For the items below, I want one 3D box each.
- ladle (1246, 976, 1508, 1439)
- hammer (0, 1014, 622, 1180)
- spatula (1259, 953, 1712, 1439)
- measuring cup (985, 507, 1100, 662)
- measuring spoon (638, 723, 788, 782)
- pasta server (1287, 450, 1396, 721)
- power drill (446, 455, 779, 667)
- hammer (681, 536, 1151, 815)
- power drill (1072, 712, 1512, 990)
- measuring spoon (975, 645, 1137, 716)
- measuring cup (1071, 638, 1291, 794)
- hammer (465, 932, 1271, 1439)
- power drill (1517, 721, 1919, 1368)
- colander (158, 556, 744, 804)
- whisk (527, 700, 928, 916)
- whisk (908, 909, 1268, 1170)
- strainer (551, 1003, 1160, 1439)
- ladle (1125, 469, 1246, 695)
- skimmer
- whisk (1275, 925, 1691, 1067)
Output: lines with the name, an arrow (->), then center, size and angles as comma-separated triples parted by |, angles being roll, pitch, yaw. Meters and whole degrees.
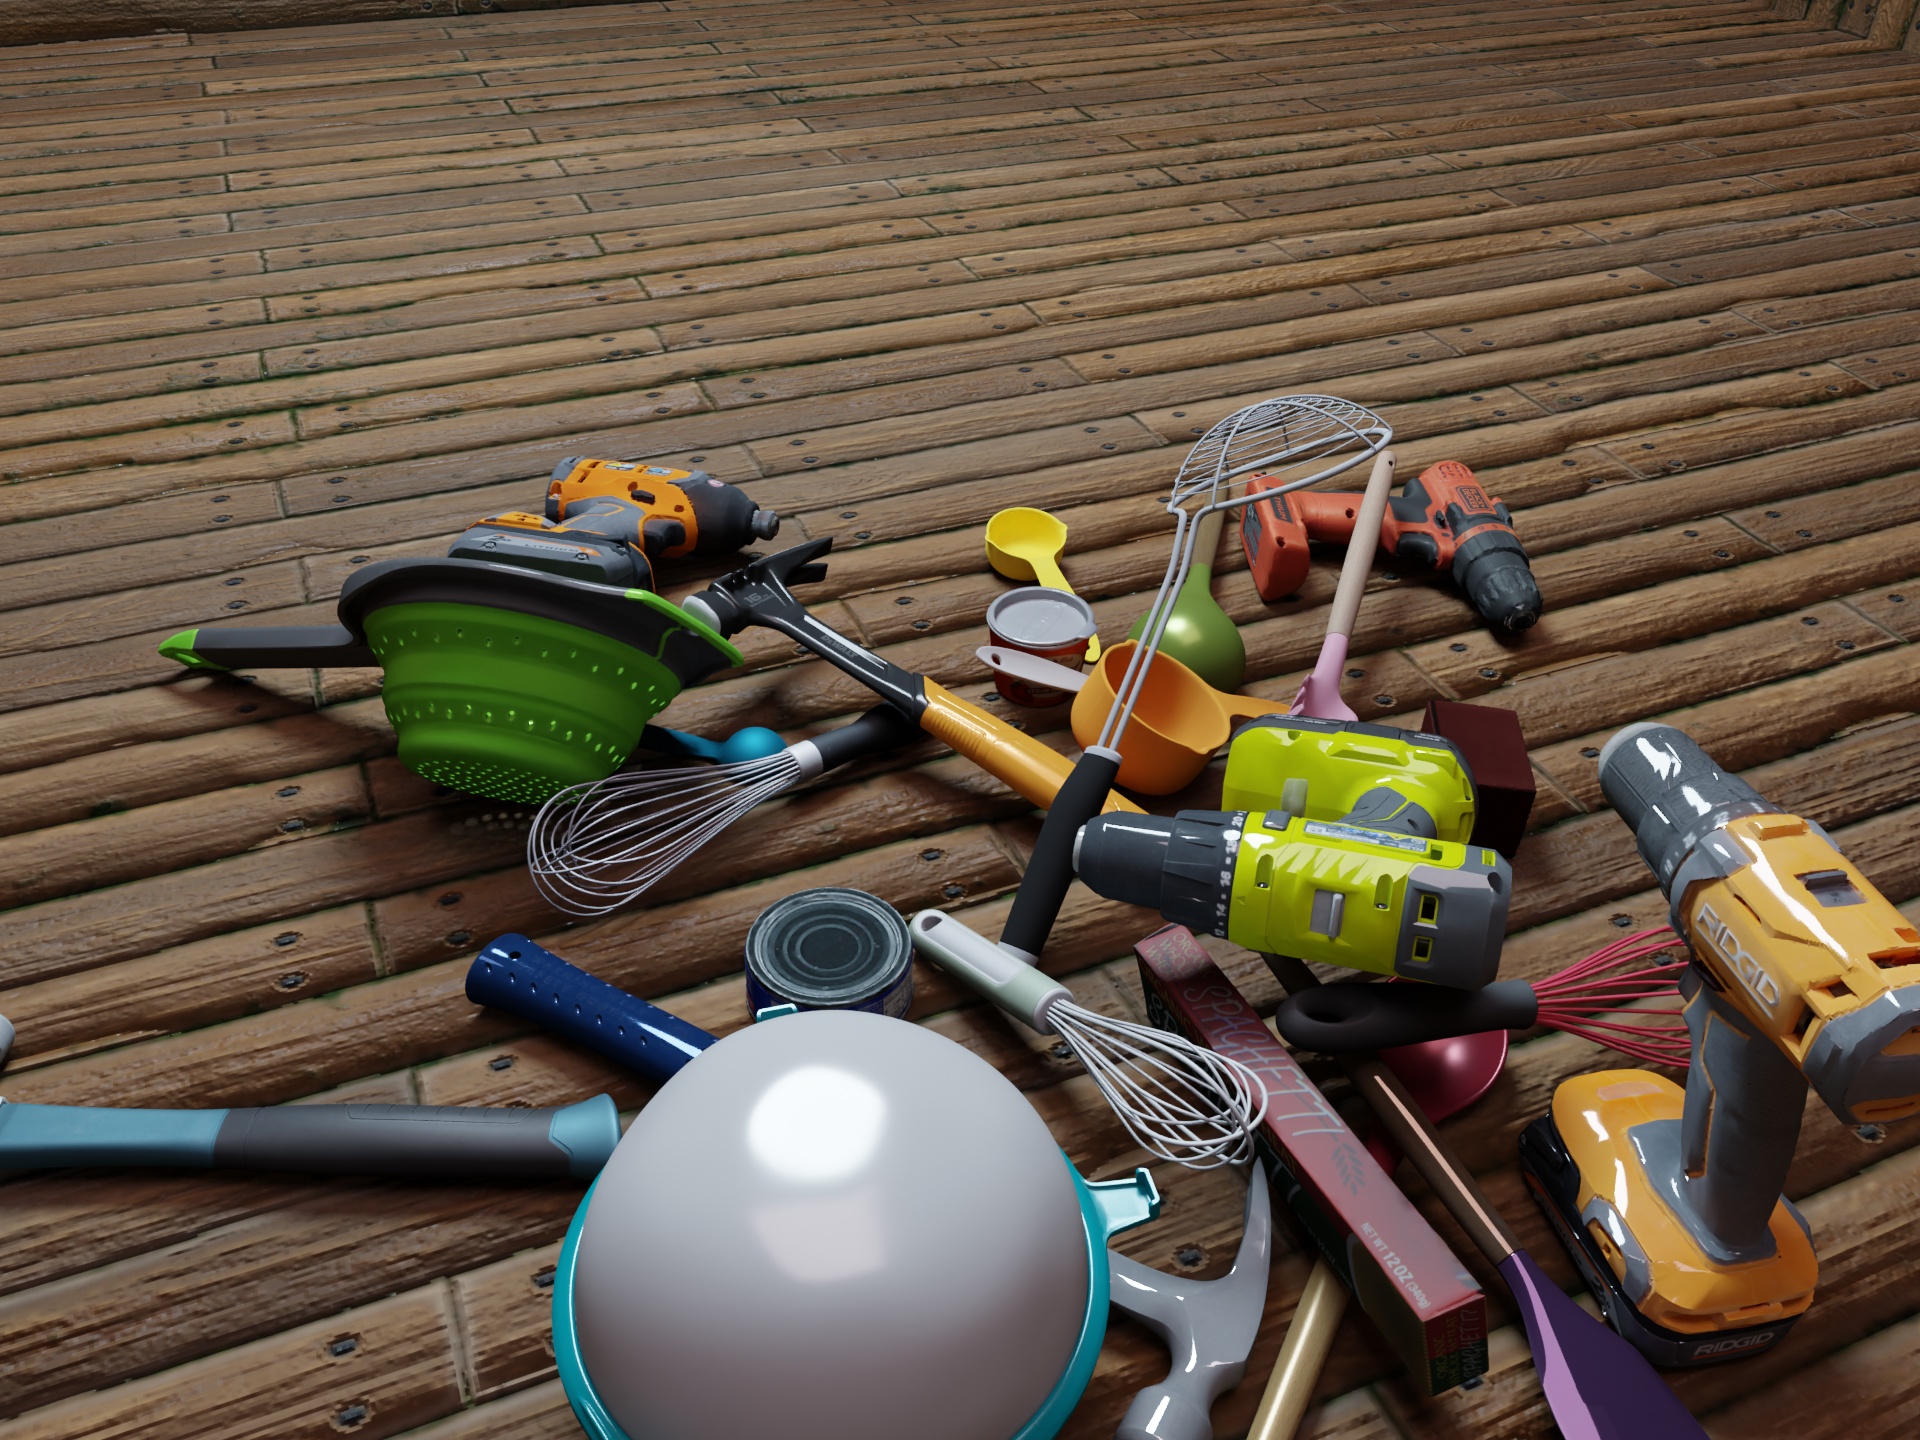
ladle -> 0.172, 0.220, 0.691 | 0.069, 0.031, 0.315 | 20, 42, 21
hammer -> -0.313, 0.185, 0.709 | 0.331, 0.033, 0.128 | 1, 36, -1
spatula -> 0.216, 0.209, 0.679 | 0.059, 0.018, 0.316 | -12, 49, -26
measuring cup -> 0.061, -0.088, 1.104 | 0.062, 0.029, 0.157 | -11, 51, -16
measuring spoon -> -0.164, 0.008, 0.959 | 0.128, 0.021, 0.042 | 12, 38, 13
pasta server -> 0.252, -0.073, 1.020 | 0.060, 0.040, 0.316 | 38, 51, -17
power drill -> -0.223, -0.113, 1.056 | 0.164, 0.084, 0.227 | 8, 26, 8
hammer -> -0.001, -0.003, 0.930 | 0.337, 0.034, 0.127 | 33, 39, 21
power drill -> 0.170, 0.058, 0.792 | 0.190, 0.080, 0.228 | 9, 14, 17
measuring spoon -> 0.058, -0.022, 0.975 | 0.124, 0.018, 0.034 | 16, 48, -30
measuring cup -> 0.142, 0.007, 0.962 | 0.173, 0.052, 0.095 | 7, 41, -36
hammer -> -0.054, 0.185, 0.720 | 0.406, 0.035, 0.144 | 20, 41, 23
power drill -> 0.299, 0.128, 0.651 | 0.084, 0.226, 0.186 | -6, 38, -11
colander -> -0.321, -0.009, 0.917 | 0.397, 0.204, 0.094 | 0, 72, 24
whisk -> -0.116, 0.036, 0.903 | 0.284, 0.070, 0.070 | -23, 43, -37
whisk -> 0.048, 0.138, 0.741 | 0.058, 0.059, 0.246 | -34, 32, -23
strainer -> -0.081, 0.209, 0.539 | 0.211, 0.095, 0.340 | 20, 39, 24
ladle -> 0.169, -0.103, 1.117 | 0.078, 0.062, 0.320 | 8, 31, 10
skimmer -> 0.123, -0.023, 0.861 | 0.090, 0.363, 0.127 | 29, -12, -27
whisk -> 0.280, 0.133, 0.748 | 0.295, 0.073, 0.073 | 0, 36, -19
